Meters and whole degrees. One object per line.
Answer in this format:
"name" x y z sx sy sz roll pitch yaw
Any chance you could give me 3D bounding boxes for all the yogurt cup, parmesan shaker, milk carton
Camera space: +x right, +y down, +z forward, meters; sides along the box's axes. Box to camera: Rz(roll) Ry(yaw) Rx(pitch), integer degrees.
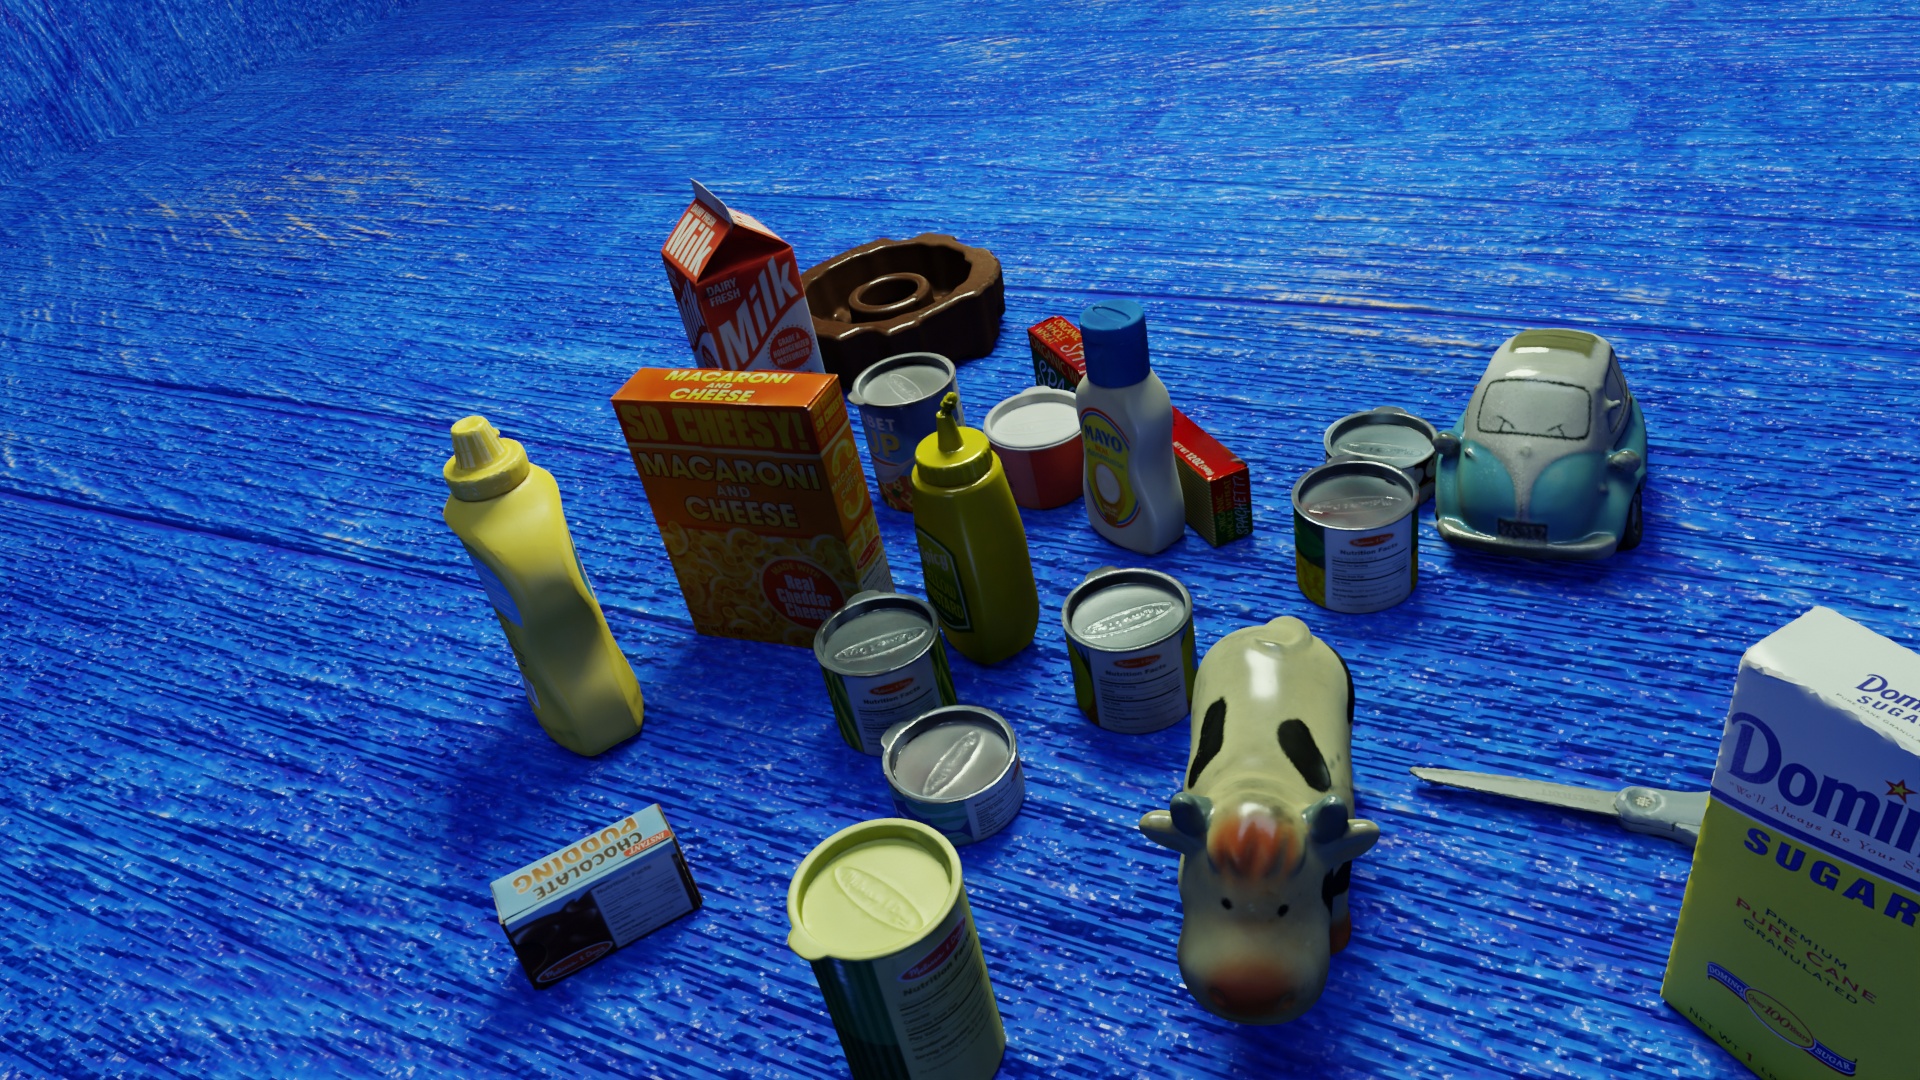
"yogurt cup" 0.052 -0.056 0.882 0.072 0.053 0.073 -8 35 6
"parmesan shaker" -0.025 0.170 0.543 0.071 0.102 0.072 -8 35 6
"milk carton" -0.148 -0.152 0.958 0.074 0.189 0.072 -25 37 -18

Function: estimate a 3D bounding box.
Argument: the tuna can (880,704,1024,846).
"tuna can" -0.005 0.114 0.678 0.071 0.032 0.071 -8 35 6

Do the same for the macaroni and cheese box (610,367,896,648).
"macaroni and cheese box" -0.111 -0.016 0.776 0.124 0.165 0.040 5 38 23

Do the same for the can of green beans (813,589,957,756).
"can of green beans" -0.038 0.070 0.727 0.071 0.057 0.071 -8 35 6

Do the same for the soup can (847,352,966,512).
"soup can" -0.031 -0.069 0.898 0.071 0.083 0.072 -8 35 6

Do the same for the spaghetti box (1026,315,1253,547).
"spaghetti box" 0.109 -0.078 0.899 0.029 0.050 0.251 -21 36 -13

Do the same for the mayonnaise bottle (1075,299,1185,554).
"mayonnaise bottle" 0.094 -0.065 0.799 0.041 0.147 0.065 -32 39 -26

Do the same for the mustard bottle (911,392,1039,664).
"mustard bottle" 0.003 -0.009 0.738 0.049 0.159 0.065 -29 38 -23

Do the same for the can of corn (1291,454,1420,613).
"can of corn" 0.215 -0.004 0.756 0.071 0.058 0.071 -8 35 6

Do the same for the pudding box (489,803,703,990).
"pudding box" -0.167 0.164 0.641 0.084 0.049 0.030 -25 37 -18

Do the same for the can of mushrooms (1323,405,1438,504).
"can of mushrooms" 0.252 -0.049 0.829 0.071 0.033 0.071 -8 35 6

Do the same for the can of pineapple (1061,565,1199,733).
"can of pineapple" 0.088 0.055 0.711 0.071 0.057 0.071 -8 35 6
